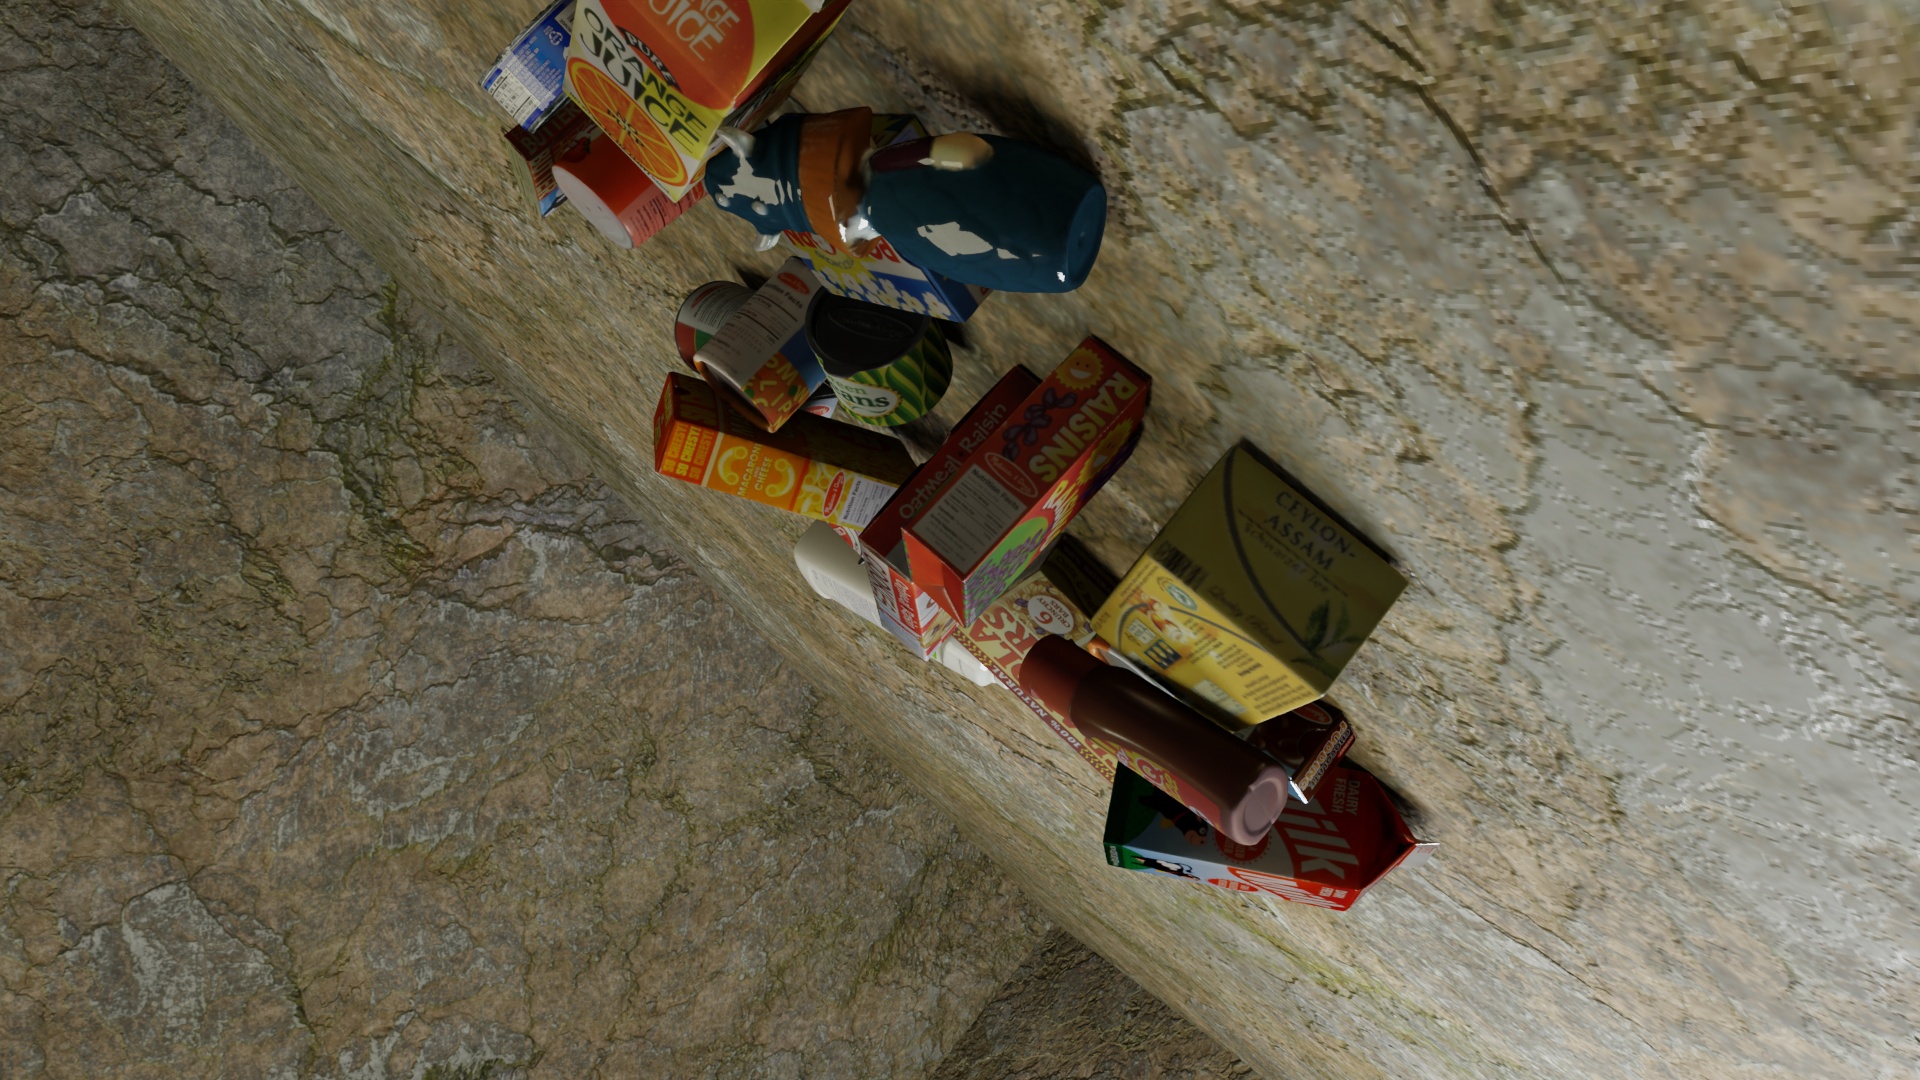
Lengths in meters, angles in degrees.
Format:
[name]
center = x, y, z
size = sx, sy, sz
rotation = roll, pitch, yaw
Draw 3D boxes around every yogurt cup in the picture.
[yogurt cup]
center = -0.163, -0.182, 0.688
size = 0.072, 0.054, 0.072
rotation = 39, 167, 11

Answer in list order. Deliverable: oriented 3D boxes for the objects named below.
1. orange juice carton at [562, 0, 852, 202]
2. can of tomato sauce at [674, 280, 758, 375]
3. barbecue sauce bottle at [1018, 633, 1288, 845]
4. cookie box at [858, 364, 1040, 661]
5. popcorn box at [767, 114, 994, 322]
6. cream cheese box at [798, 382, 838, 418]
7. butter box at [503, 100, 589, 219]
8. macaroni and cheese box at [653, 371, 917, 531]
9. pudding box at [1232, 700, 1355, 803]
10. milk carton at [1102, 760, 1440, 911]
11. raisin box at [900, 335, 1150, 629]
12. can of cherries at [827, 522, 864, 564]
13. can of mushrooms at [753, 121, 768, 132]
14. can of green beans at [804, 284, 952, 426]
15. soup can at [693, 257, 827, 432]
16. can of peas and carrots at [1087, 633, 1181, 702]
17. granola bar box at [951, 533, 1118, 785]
[orange juice carton]
center = -0.100, -0.204, 0.546
size = 0.071, 0.073, 0.192
rotation = 45, 166, -13
[can of tomato sauce]
center = -0.137, -0.130, 0.907
size = 0.083, 0.071, 0.071
rotation = 25, 159, 49
[barbecue sauce bottle]
center = 0.095, 0.097, 0.716
size = 0.149, 0.044, 0.064
rotation = 31, 168, 35
[cookie box]
center = 0.003, -0.010, 0.762
size = 0.040, 0.123, 0.167
rotation = 38, 166, 12
[popcorn box]
center = -0.043, -0.149, 0.634
size = 0.127, 0.038, 0.085
rotation = 24, 157, 53
[cream cheese box]
center = -0.142, -0.119, 0.988
size = 0.104, 0.024, 0.053
rotation = 37, -155, 20
[butter box]
center = -0.269, -0.254, 0.917
size = 0.024, 0.053, 0.103
rotation = 45, 166, -2
[macaroni and cheese box]
center = -0.110, -0.056, 0.893
size = 0.166, 0.040, 0.124
rotation = 16, -164, -18
[pudding box]
center = 0.178, 0.109, 0.802
size = 0.084, 0.050, 0.030
rotation = 27, 161, 48
[milk carton]
center = 0.188, 0.175, 0.848
size = 0.191, 0.074, 0.072
rotation = 9, 157, 11
[raisin box]
center = 0.030, -0.024, 0.634
size = 0.040, 0.123, 0.086
rotation = 40, 166, 13
[can of cherries]
center = -0.070, -0.026, 1.036
size = 0.058, 0.071, 0.071
rotation = 45, 166, -13
[can of mushrooms]
center = -0.127, -0.206, 0.704
size = 0.071, 0.033, 0.071
rotation = 38, 166, 11
[can of green beans]
center = -0.041, -0.101, 0.721
size = 0.071, 0.071, 0.057
rotation = 36, 165, 25
[soup can]
center = -0.106, -0.114, 0.828
size = 0.071, 0.084, 0.071
rotation = 39, 167, 11
[can of peas and carrots]
center = 0.116, 0.061, 0.805
size = 0.071, 0.059, 0.070
rotation = 40, 167, 12
[granola bar box]
center = 0.086, 0.085, 0.917
size = 0.165, 0.039, 0.123
rotation = 43, 144, -7
